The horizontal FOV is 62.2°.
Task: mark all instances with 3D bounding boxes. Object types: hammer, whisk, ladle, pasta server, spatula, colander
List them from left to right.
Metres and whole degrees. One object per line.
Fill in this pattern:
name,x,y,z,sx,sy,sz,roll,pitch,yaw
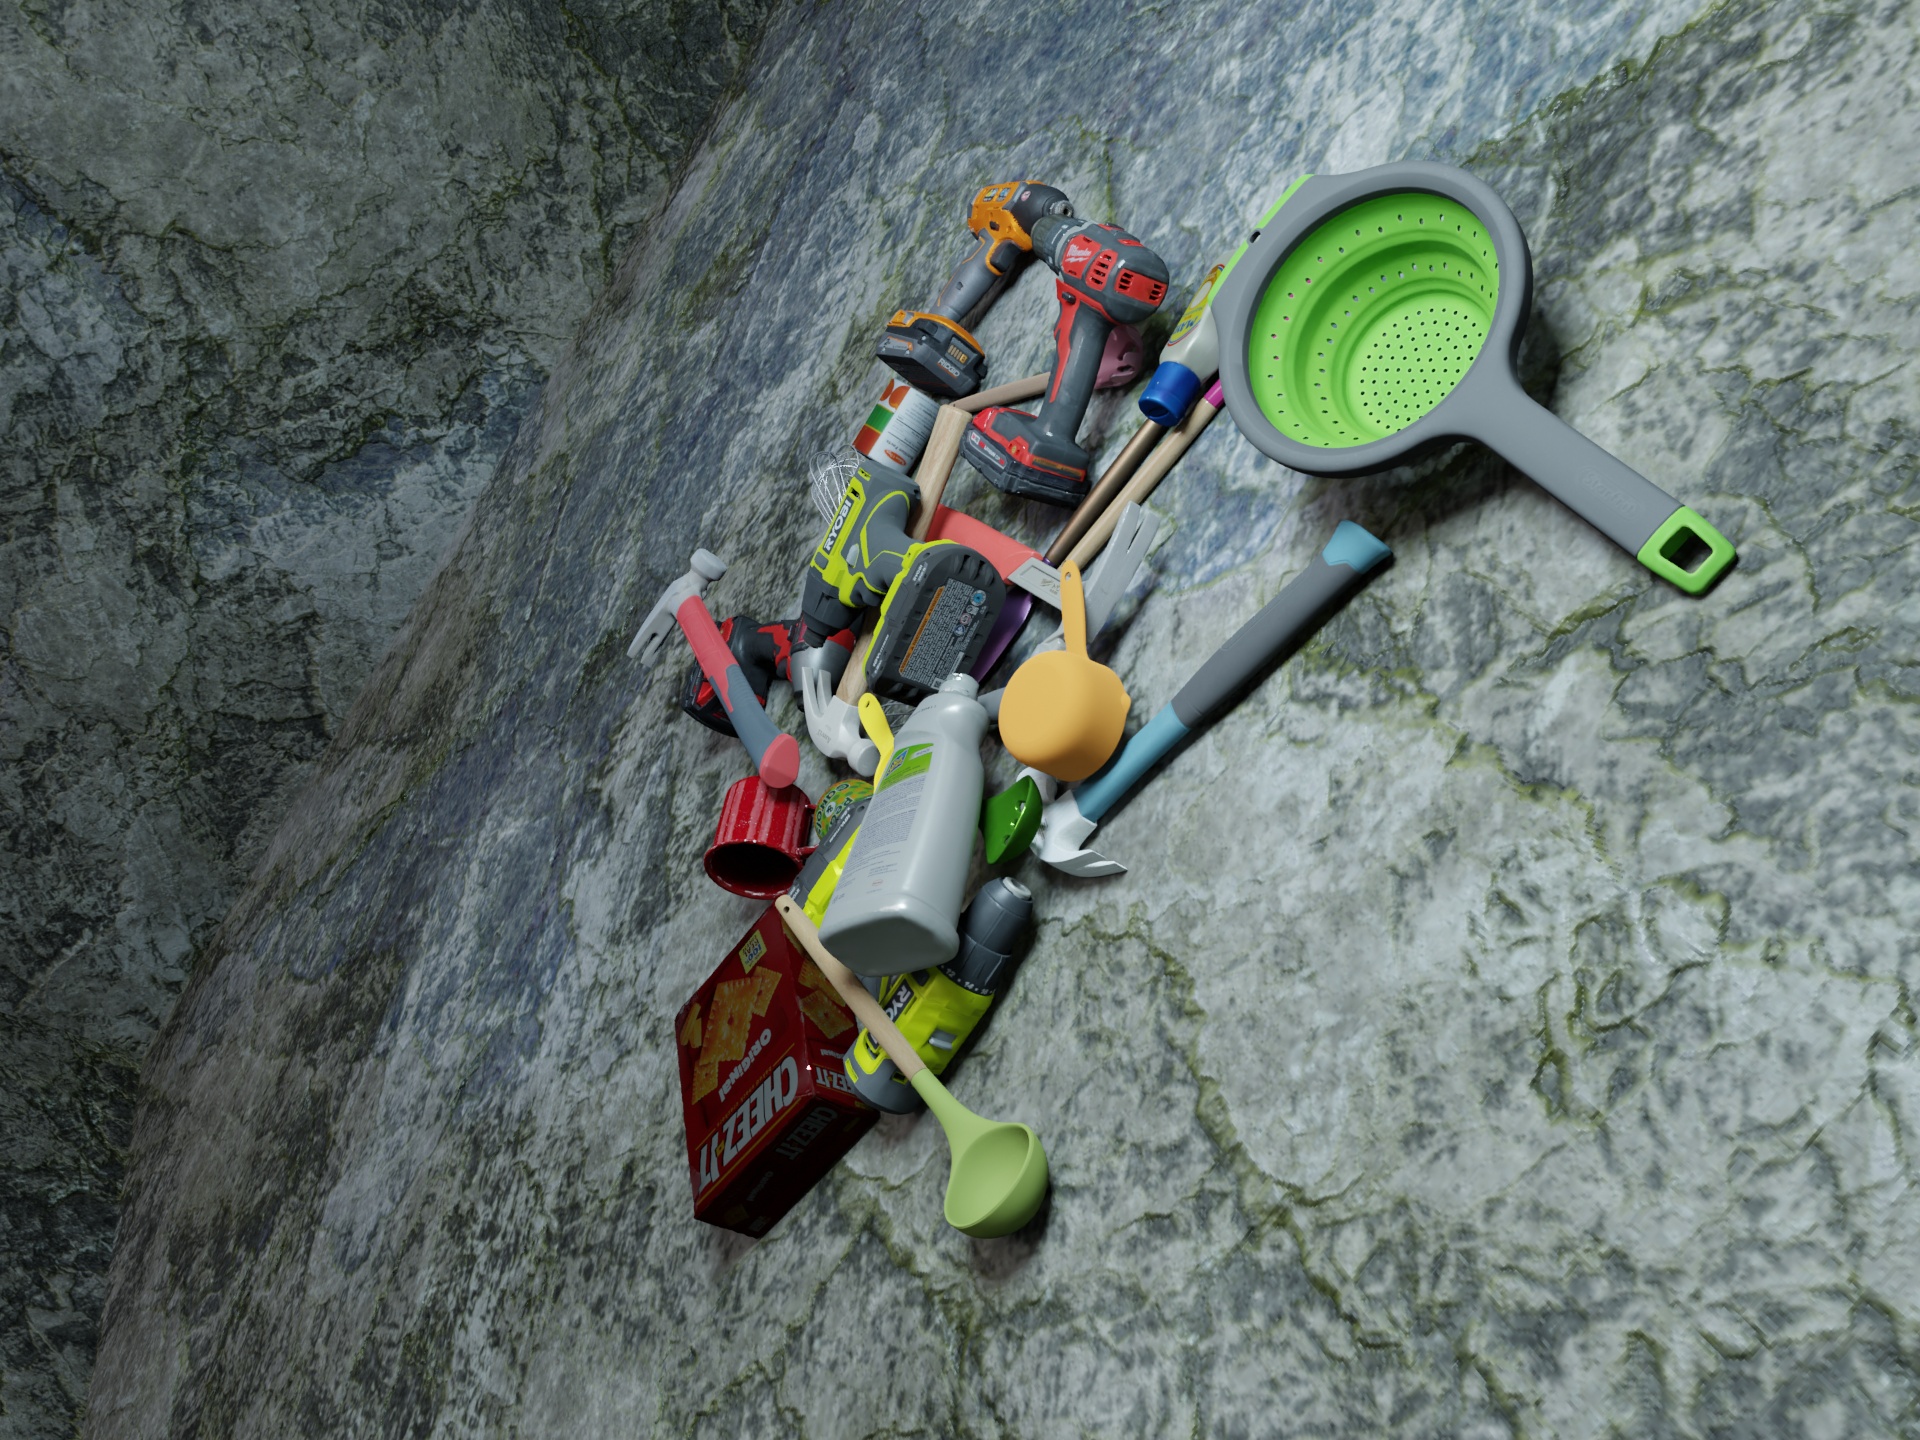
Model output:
hammer,-0.240,-0.032,1.558,0.143,0.038,0.387,-52,36,11
whisk,-0.096,-0.158,1.535,0.070,0.070,0.285,-41,49,32
ladle,-0.048,0.222,1.088,0.078,0.062,0.320,-46,54,1
hammer,-0.062,-0.123,1.430,0.130,0.031,0.331,30,102,49
whisk,-0.001,-0.004,1.302,0.239,0.055,0.055,-13,55,52
hammer,0.042,-0.144,1.335,0.149,0.036,0.359,-60,27,6
pasta server,0.070,-0.312,1.460,0.316,0.040,0.060,1,85,58
spatula,0.090,-0.154,1.320,0.316,0.018,0.060,-52,31,17
hammer,0.160,-0.014,1.087,0.331,0.033,0.128,-46,33,25
colander,0.314,-0.190,0.963,0.204,0.094,0.398,-51,50,17

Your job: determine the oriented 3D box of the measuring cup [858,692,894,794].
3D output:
measuring cup,-0.054,0.020,1.308,0.062,0.029,0.157,-50,30,11

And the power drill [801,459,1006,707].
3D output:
power drill,-0.061,-0.106,1.334,0.171,0.080,0.223,-63,33,13

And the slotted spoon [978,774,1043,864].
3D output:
slotted spoon,-0.004,0.061,1.244,0.070,0.031,0.314,-66,22,-4

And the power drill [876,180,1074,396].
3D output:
power drill,0.023,-0.441,1.596,0.226,0.084,0.164,-58,30,-2

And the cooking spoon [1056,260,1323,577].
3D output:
cooking spoon,0.179,-0.229,1.247,0.319,0.017,0.069,-50,31,19

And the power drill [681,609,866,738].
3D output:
power drill,-0.184,-0.057,1.602,0.220,0.078,0.143,-17,53,47

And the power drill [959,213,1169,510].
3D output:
power drill,0.079,-0.312,1.342,0.188,0.080,0.226,52,126,53

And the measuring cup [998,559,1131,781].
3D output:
measuring cup,0.067,-0.044,1.136,0.095,0.052,0.174,-24,59,42

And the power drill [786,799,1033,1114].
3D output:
power drill,-0.040,0.158,1.208,0.190,0.080,0.229,-56,34,11
